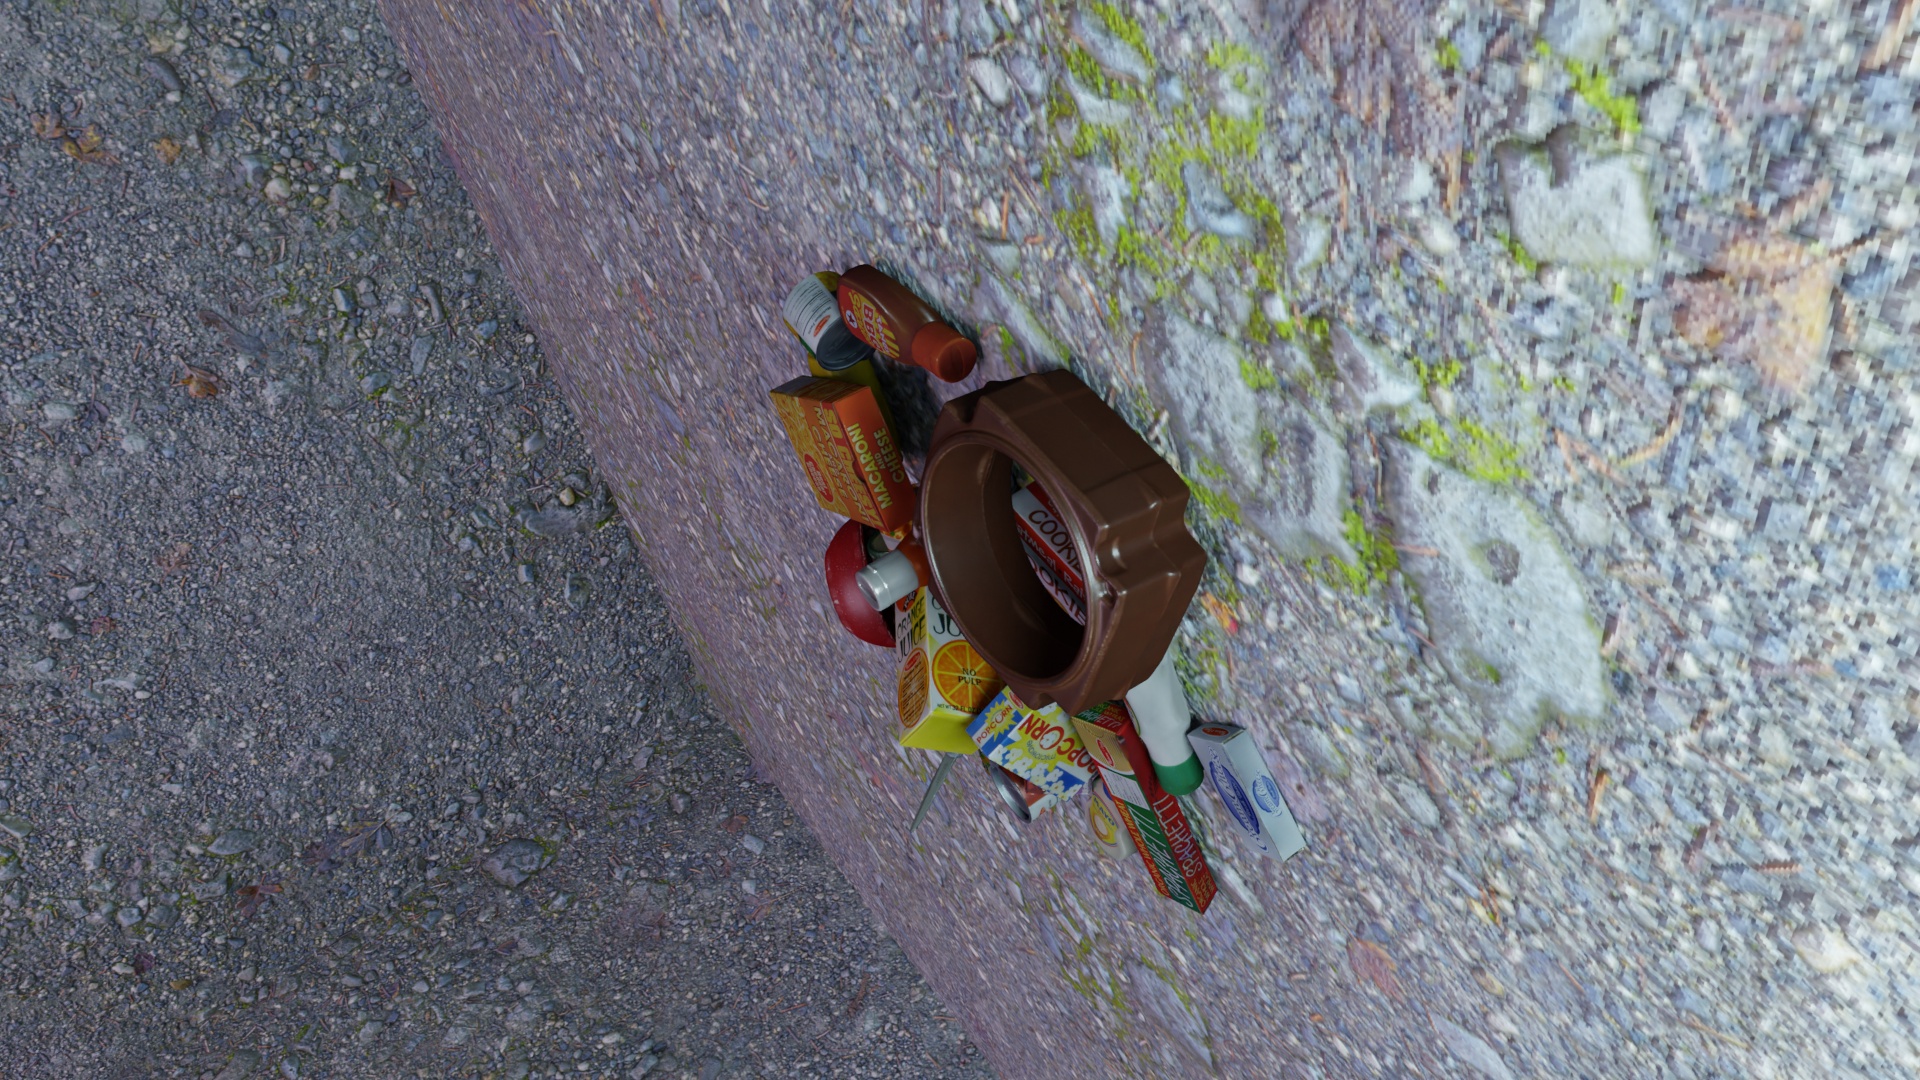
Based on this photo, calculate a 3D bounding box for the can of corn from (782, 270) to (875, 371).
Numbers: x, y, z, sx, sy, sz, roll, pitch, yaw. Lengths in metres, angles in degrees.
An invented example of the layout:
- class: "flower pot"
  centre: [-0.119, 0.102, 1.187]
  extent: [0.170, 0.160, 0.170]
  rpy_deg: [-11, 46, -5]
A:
- class: "can of corn"
  centre: [-0.109, -0.188, 1.194]
  extent: [0.058, 0.071, 0.070]
  rpy_deg: [49, 160, 27]

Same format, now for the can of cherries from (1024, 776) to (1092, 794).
- class: "can of cherries"
  centre: [0.087, 0.198, 1.255]
  extent: [0.071, 0.058, 0.071]
  rpy_deg: [-163, 73, -89]

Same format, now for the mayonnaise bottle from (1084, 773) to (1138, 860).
- class: "mayonnaise bottle"
  centre: [0.143, 0.235, 1.250]
  extent: [0.065, 0.041, 0.147]
  rpy_deg: [52, 162, 27]

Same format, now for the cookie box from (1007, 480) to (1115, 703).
- class: "cookie box"
  centre: [0.088, 0.044, 1.089]
  extent: [0.123, 0.040, 0.166]
  rpy_deg: [48, 160, 28]

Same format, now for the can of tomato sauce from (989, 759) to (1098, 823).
- class: "can of tomato sauce"
  centre: [0.078, 0.217, 1.323]
  extent: [0.071, 0.083, 0.071]
  rpy_deg: [49, 160, 26]

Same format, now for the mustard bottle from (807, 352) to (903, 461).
- class: "mustard bottle"
  centre: [-0.089, -0.110, 1.289]
  extent: [0.065, 0.049, 0.159]
  rpy_deg: [25, 143, 62]

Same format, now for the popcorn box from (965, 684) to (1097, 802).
- class: "popcorn box"
  centre: [0.076, 0.159, 1.156]
  extent: [0.126, 0.085, 0.038]
  rpy_deg: [37, -172, -44]

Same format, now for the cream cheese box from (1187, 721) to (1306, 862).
- class: "cream cheese box"
  centre: [0.210, 0.183, 1.019]
  extent: [0.103, 0.024, 0.053]
  rpy_deg: [61, 163, -9]

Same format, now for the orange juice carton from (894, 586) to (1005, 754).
- class: "orange juice carton"
  centre: [-0.012, 0.082, 1.218]
  extent: [0.072, 0.072, 0.193]
  rpy_deg: [131, 144, -49]

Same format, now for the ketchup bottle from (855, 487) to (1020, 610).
- class: "ketchup bottle"
  centre: [-0.013, 0.004, 1.112]
  extent: [0.065, 0.149, 0.043]
  rpy_deg: [37, 151, 47]

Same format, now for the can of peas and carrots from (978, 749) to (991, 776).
- class: "can of peas and carrots"
  centre: [0.046, 0.202, 1.406]
  extent: [0.071, 0.071, 0.058]
  rpy_deg: [39, 155, 45]

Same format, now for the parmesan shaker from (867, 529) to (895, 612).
- class: "parmesan shaker"
  centre: [-0.046, 0.034, 1.387]
  extent: [0.071, 0.071, 0.102]
  rpy_deg: [29, 146, 56]

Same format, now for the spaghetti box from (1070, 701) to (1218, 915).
- class: "spaghetti box"
  centre: [0.156, 0.224, 1.155]
  extent: [0.050, 0.029, 0.249]
  rpy_deg: [17, 145, 44]

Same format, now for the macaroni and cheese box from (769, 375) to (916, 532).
- class: "macaroni and cheese box"
  centre: [-0.104, -0.078, 1.223]
  extent: [0.166, 0.040, 0.123]
  rpy_deg: [20, 136, 63]

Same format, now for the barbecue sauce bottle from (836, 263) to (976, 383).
- class: "barbecue sauce bottle"
  centre: [-0.042, -0.166, 1.084]
  extent: [0.149, 0.044, 0.064]
  rpy_deg: [38, 152, 46]

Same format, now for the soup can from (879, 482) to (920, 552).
- class: "soup can"
  centre: [-0.040, -0.002, 1.297]
  extent: [0.071, 0.071, 0.083]
  rpy_deg: [20, 138, 62]

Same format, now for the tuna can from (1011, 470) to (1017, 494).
- class: "tuna can"
  centre: [0.009, -0.049, 1.105]
  extent: [0.071, 0.071, 0.032]
  rpy_deg: [31, 148, 54]

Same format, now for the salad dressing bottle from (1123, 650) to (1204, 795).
- class: "salad dressing bottle"
  centre: [0.152, 0.135, 1.052]
  extent: [0.064, 0.044, 0.147]
  rpy_deg: [-96, -14, -52]
